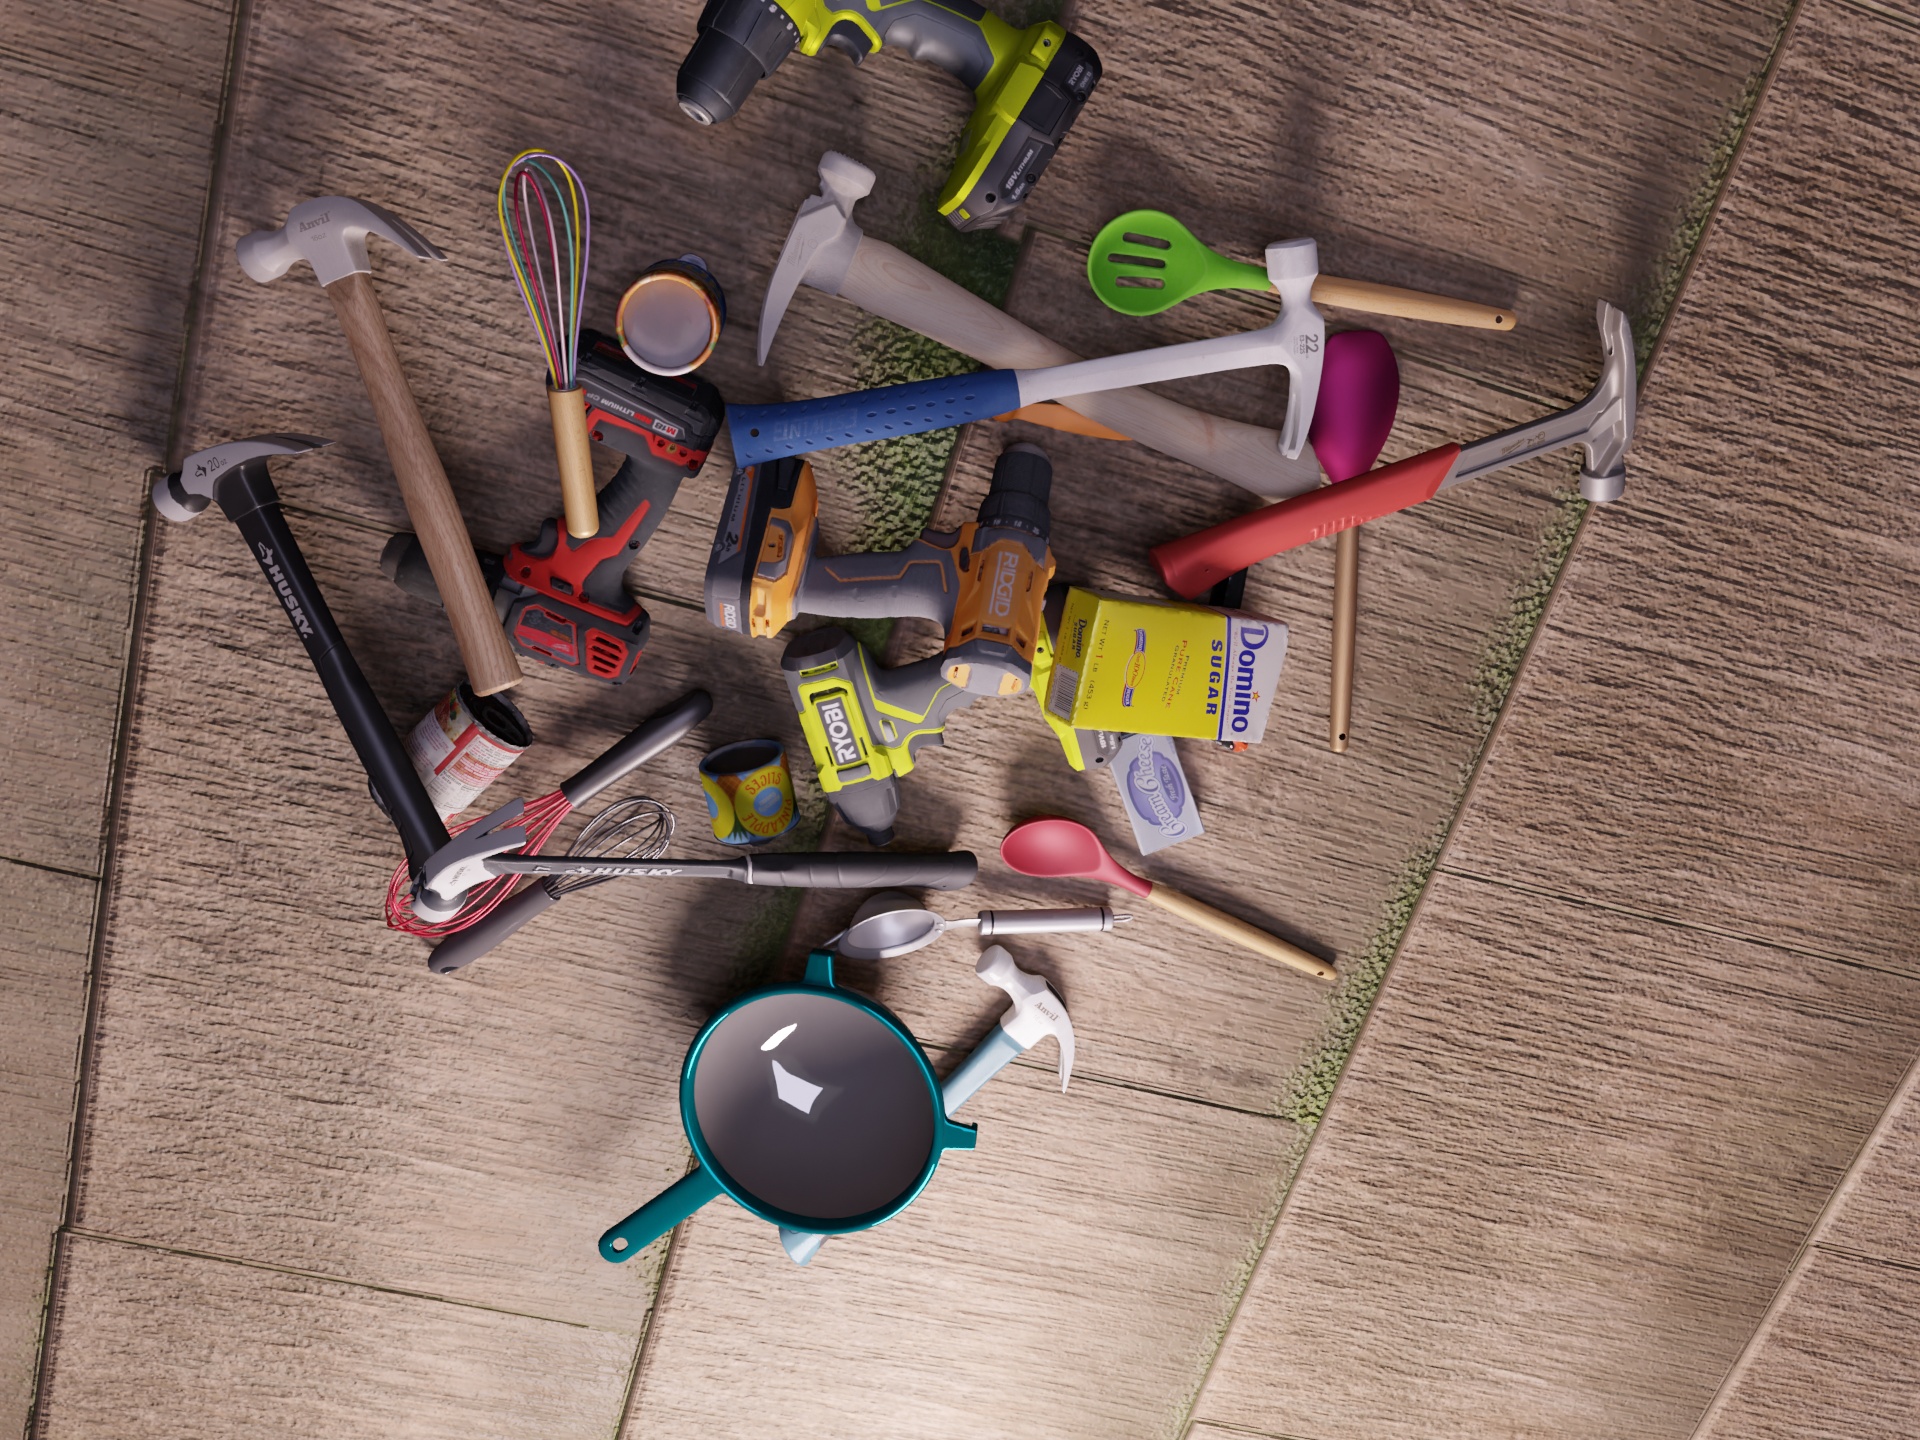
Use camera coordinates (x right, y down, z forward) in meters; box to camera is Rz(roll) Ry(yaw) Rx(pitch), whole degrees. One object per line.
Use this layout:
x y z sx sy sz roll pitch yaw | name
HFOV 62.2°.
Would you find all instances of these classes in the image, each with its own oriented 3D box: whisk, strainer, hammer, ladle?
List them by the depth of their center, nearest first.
-0.253 -0.228 0.987 0.051 0.047 0.244 8 121 14 | whisk
-0.356 -0.176 1.037 0.130 0.031 0.331 -15 99 20 | hammer
0.049 -0.217 1.061 0.405 0.035 0.144 -11 108 -6 | hammer
-0.418 -0.035 1.078 0.146 0.035 0.334 -18 102 30 | hammer
0.064 -0.231 1.098 0.410 0.038 0.146 23 99 -15 | hammer
0.304 -0.172 1.118 0.359 0.037 0.149 -19 125 -4 | hammer
-0.164 0.102 1.126 0.408 0.036 0.149 4 153 -33 | hammer
-0.305 0.067 1.178 0.296 0.073 0.073 -35 110 3 | whisk
-0.314 0.129 1.207 0.239 0.055 0.055 -33 110 12 | whisk
0.011 0.158 1.250 0.258 0.050 0.086 0 148 -11 | strainer
0.171 0.145 1.266 0.315 0.031 0.069 25 129 -16 | ladle
-0.155 0.326 1.275 0.340 0.095 0.211 -38 94 18 | strainer
-0.035 0.334 1.319 0.128 0.033 0.331 40 103 -17 | hammer

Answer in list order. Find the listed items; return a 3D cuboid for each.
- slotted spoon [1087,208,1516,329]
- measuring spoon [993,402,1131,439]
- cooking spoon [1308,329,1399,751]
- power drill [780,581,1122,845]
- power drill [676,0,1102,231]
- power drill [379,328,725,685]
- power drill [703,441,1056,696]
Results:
0.238 -0.299 1.101 0.313 0.031 0.070 6 111 -9 | slotted spoon
0.078 -0.213 1.127 0.117 0.011 0.021 7 110 -9 | measuring spoon
0.287 -0.126 1.176 0.068 0.017 0.318 -4 111 -4 | cooking spoon
-0.002 -0.004 1.170 0.223 0.080 0.171 -15 115 4 | power drill
-0.046 -0.409 0.988 0.228 0.080 0.190 31 89 -15 | power drill
-0.277 -0.149 1.089 0.187 0.080 0.226 23 111 -13 | power drill
-0.046 -0.124 1.091 0.226 0.084 0.185 12 68 -1 | power drill
